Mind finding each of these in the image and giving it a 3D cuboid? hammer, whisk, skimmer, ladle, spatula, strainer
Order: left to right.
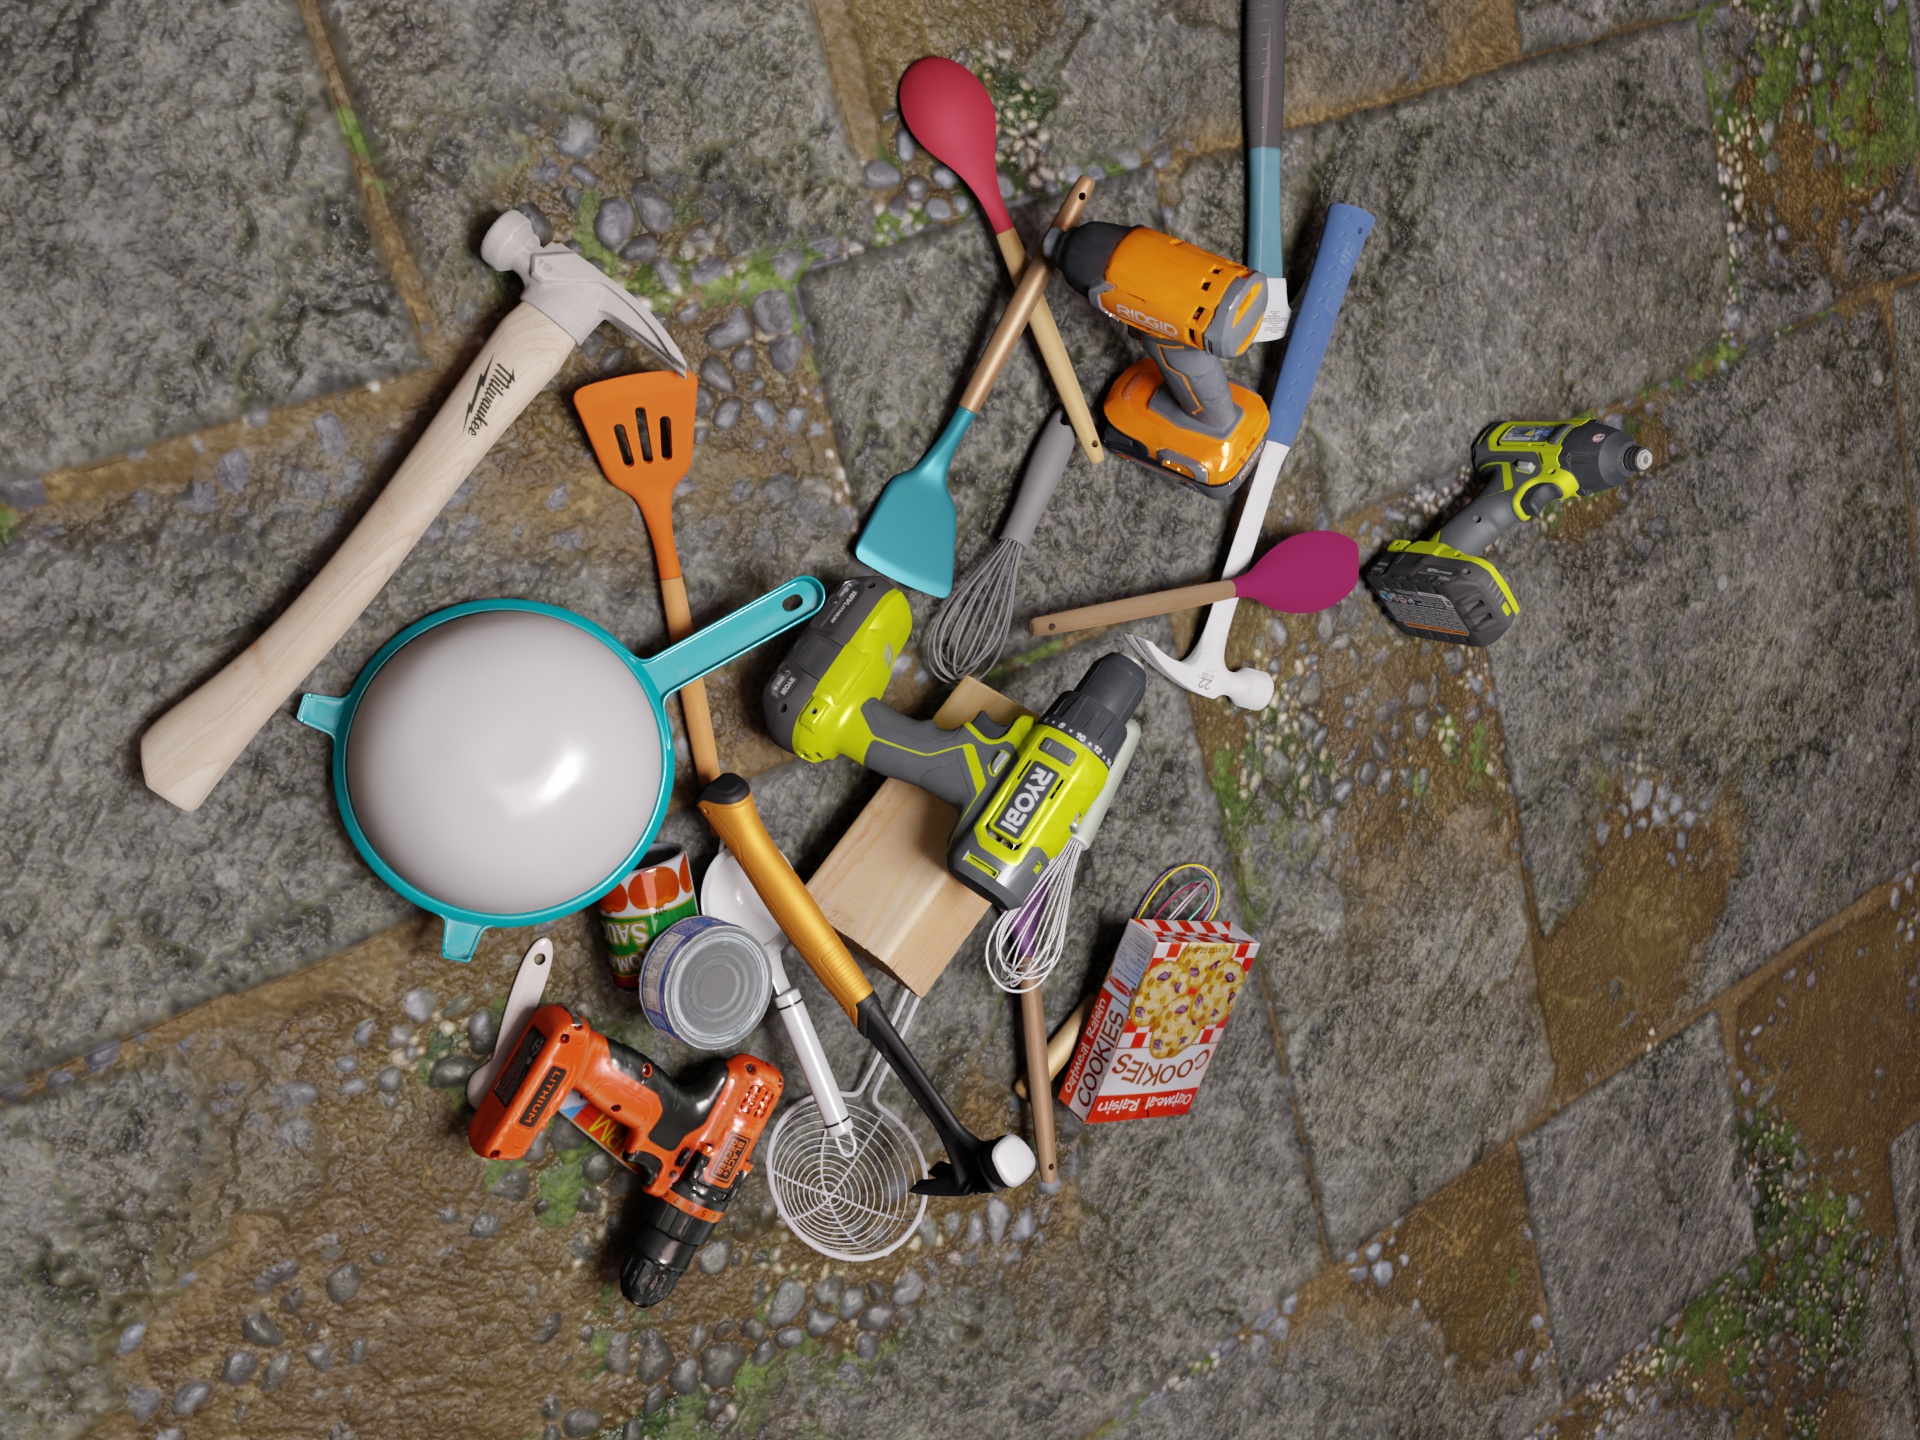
[{"bbox_3d":[-0.340,-0.113,0.972,0.146,0.038,0.411,37,81,-5],"label":"hammer"},{"bbox_3d":[-0.226,-0.008,0.999,0.340,0.095,0.211,-31,95,-15],"label":"strainer"},{"bbox_3d":[-0.192,-0.072,1.080,0.081,0.041,0.322,-12,105,-14],"label":"spatula"},{"bbox_3d":[-0.128,0.190,1.126,0.087,0.050,0.258,-23,91,-44],"label":"strainer"},{"bbox_3d":[-0.080,0.183,1.093,0.034,0.127,0.337,-36,93,-36],"label":"hammer"},{"bbox_3d":[-0.031,0.213,1.180,0.127,0.090,0.363,25,84,-11],"label":"skimmer"},{"bbox_3d":[0.022,-0.246,1.152,0.082,0.044,0.317,24,100,-25],"label":"spatula"},{"bbox_3d":[0.037,-0.136,1.201,0.055,0.055,0.239,30,77,-29],"label":"whisk"},{"bbox_3d":[0.041,-0.334,1.167,0.069,0.031,0.315,-31,107,-19],"label":"ladle"},{"bbox_3d":[0.057,0.210,1.259,0.059,0.018,0.316,-7,93,-25],"label":"spatula"},{"bbox_3d":[0.085,0.101,1.242,0.059,0.058,0.246,35,67,-18],"label":"whisk"},{"bbox_3d":[0.131,0.216,1.305,0.245,0.051,0.047,-48,122,-12],"label":"whisk"},{"bbox_3d":[0.242,-0.471,1.272,0.128,0.033,0.331,-6,100,-28],"label":"hammer"},{"bbox_3d":[0.249,-0.215,1.288,0.144,0.035,0.405,14,97,-30],"label":"hammer"}]

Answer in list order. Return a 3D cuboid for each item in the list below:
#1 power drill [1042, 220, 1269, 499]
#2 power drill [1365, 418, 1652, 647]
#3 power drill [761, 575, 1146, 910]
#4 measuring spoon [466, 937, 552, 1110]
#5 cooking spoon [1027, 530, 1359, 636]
[{"bbox_3d":[0.143,-0.268,1.151,0.084,0.164,0.226,-55,157,-13],"label":"power drill"},{"bbox_3d":[0.471,-0.171,1.369,0.223,0.171,0.080,-47,116,-12],"label":"power drill"},{"bbox_3d":[-0.002,-0.003,1.095,0.190,0.228,0.080,-56,163,-12],"label":"power drill"},{"bbox_3d":[-0.299,0.207,1.072,0.034,0.018,0.124,21,86,-30],"label":"measuring spoon"},{"bbox_3d":[0.193,-0.099,1.258,0.319,0.017,0.068,-12,110,-25],"label":"cooking spoon"}]
